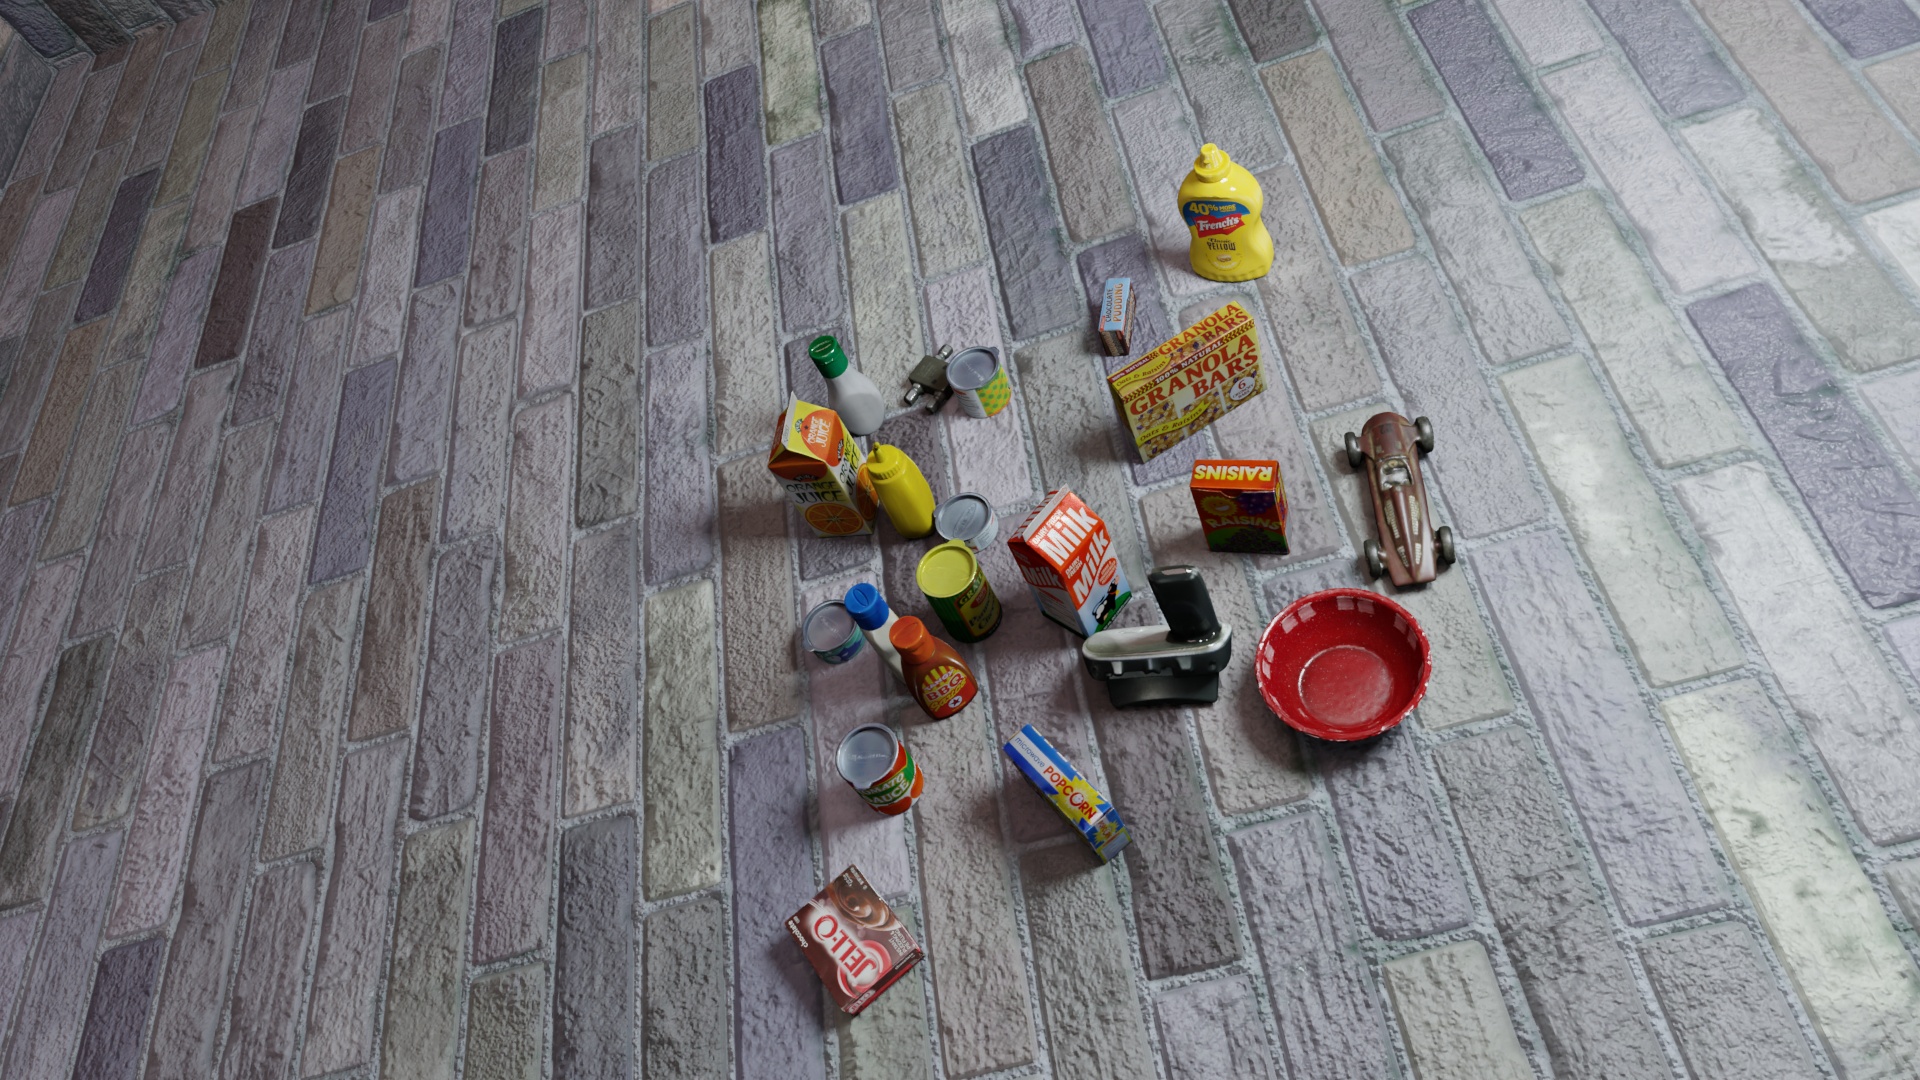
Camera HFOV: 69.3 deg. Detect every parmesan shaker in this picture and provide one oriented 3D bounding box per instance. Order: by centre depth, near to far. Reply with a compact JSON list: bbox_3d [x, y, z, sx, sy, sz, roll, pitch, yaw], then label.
[{"bbox_3d":[0.001,0.055,1.477,0.071,0.102,0.071,-10,55,14],"label":"parmesan shaker"}]

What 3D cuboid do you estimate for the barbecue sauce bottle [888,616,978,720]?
[{"bbox_3d":[-0.032,0.127,1.412,0.065,0.148,0.044,-35,53,-4],"label":"barbecue sauce bottle"}]

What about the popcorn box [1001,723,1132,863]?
[{"bbox_3d":[0.101,0.241,1.325,0.038,0.085,0.127,-41,53,-9],"label":"popcorn box"}]

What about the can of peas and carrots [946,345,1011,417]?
[{"bbox_3d":[0.025,-0.191,1.663,0.071,0.058,0.071,-10,55,14],"label":"can of peas and carrots"}]

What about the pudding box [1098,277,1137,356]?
[{"bbox_3d":[0.188,-0.268,1.659,0.030,0.049,0.084,0,58,21],"label":"pudding box"}]

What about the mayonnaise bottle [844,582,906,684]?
[{"bbox_3d":[-0.078,0.096,1.450,0.041,0.147,0.065,-38,53,-7],"label":"mayonnaise bottle"}]

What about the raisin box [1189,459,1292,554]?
[{"bbox_3d":[0.287,-0.033,1.417,0.086,0.123,0.040,3,59,22],"label":"raisin box"}]

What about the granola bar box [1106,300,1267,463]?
[{"bbox_3d":[0.250,-0.173,1.525,0.165,0.123,0.039,-31,52,-2],"label":"granola bar box"}]

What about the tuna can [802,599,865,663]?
[{"bbox_3d":[-0.141,0.103,1.542,0.071,0.032,0.071,-10,55,14],"label":"tuna can"}]

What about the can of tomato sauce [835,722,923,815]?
[{"bbox_3d":[-0.080,0.233,1.399,0.071,0.082,0.071,-10,55,14],"label":"can of tomato sauce"}]

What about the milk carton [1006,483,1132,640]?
[{"bbox_3d":[0.108,0.020,1.406,0.073,0.189,0.072,30,72,34],"label":"milk carton"}]

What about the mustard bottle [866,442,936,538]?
[{"bbox_3d":[-0.071,-0.064,1.549,0.049,0.159,0.065,-12,54,13],"label":"mustard bottle"}]

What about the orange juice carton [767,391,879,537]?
[{"bbox_3d":[-0.159,-0.084,1.575,0.073,0.192,0.072,-4,57,18],"label":"orange juice carton"}]

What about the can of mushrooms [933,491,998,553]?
[{"bbox_3d":[0.006,-0.020,1.570,0.071,0.033,0.071,-10,55,14],"label":"can of mushrooms"}]

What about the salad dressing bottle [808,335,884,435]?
[{"bbox_3d":[-0.137,-0.186,1.664,0.064,0.147,0.044,-25,53,3],"label":"salad dressing bottle"}]
